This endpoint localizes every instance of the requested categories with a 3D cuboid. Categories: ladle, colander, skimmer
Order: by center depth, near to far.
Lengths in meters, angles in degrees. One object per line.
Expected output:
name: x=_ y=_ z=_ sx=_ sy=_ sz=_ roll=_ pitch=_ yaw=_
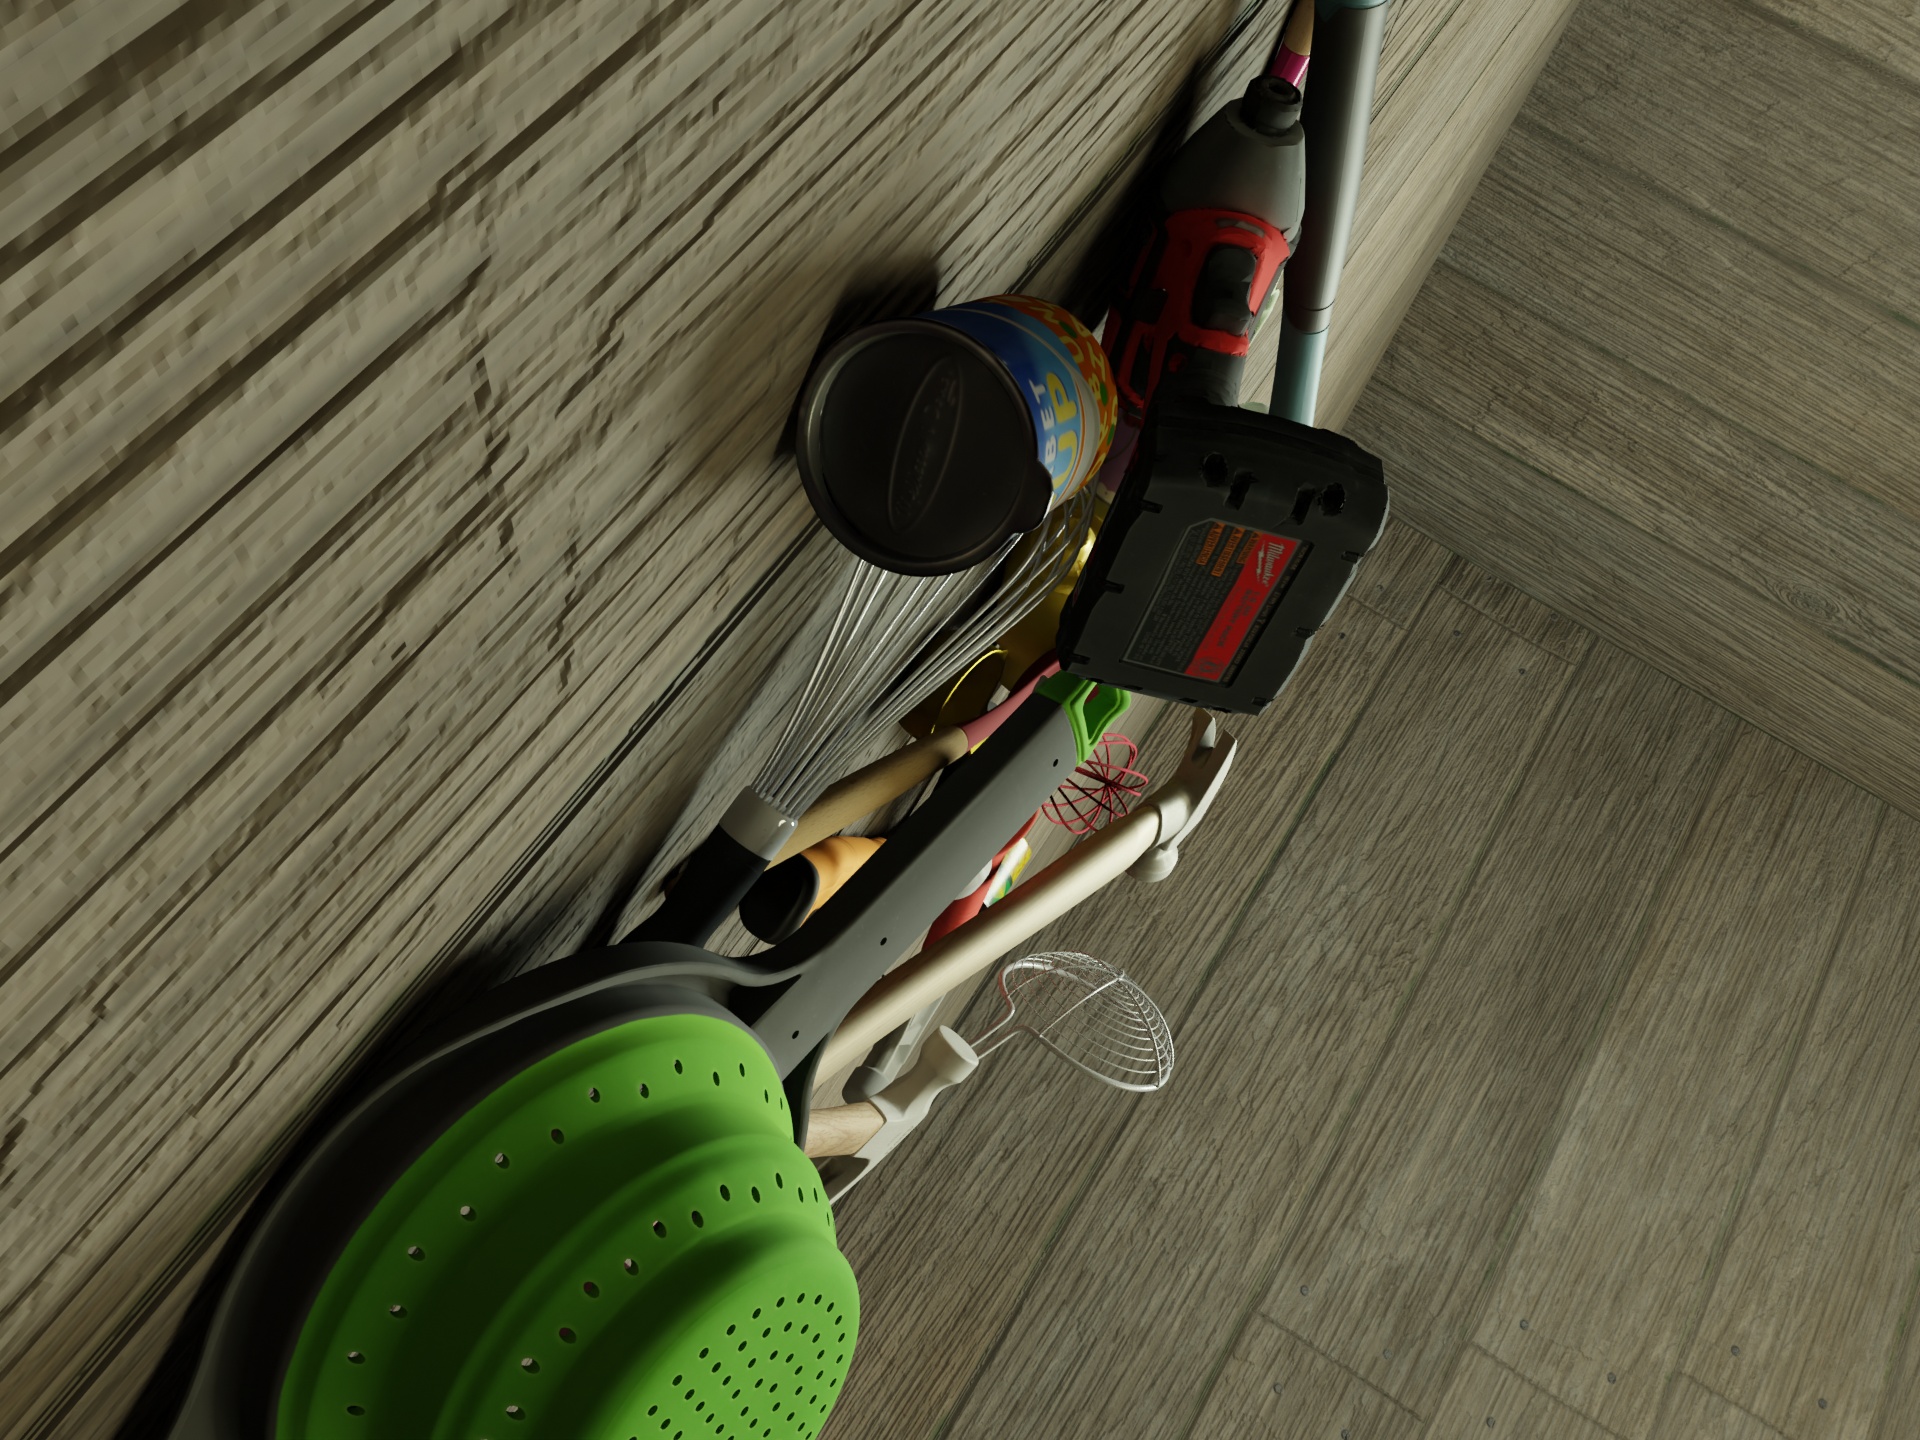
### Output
colander: x=-0.044 y=0.121 z=0.482 sx=0.397 sy=0.095 sz=0.204 roll=-45 pitch=143 yaw=-25
ladle: x=-0.016 y=0.018 z=0.683 sx=0.315 sy=0.031 sz=0.069 roll=-28 pitch=154 yaw=-53
skimmer: x=-0.028 y=0.247 z=0.987 sx=0.363 sy=0.127 sz=0.090 roll=-25 pitch=135 yaw=-21

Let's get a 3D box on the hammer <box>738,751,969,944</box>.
hammer: x=-0.046 y=0.069 z=0.821 sx=0.127 sy=0.034 sz=0.337 roll=-57 pitch=172 yaw=3

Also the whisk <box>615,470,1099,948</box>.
whisk: x=-0.049 y=0.008 z=0.532 sx=0.284 sy=0.070 sz=0.070 roll=-53 pitch=172 yaw=1

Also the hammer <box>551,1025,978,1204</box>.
hammer: x=-0.095 y=0.200 z=0.752 sx=0.130 sy=0.031 sz=0.331 roll=-48 pitch=158 yaw=6

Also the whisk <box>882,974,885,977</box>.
whisk: x=-0.062 y=0.150 z=0.999 sx=0.055 sy=0.055 sz=0.239 roll=-58 pitch=176 yaw=5

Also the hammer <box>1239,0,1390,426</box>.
hammer: x=0.150 y=-0.188 z=0.684 sx=0.330 sy=0.033 sz=0.128 roll=82 pitch=-2 yaw=-57

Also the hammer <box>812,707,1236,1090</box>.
hammer: x=-0.001 y=0.126 z=0.878 sx=0.410 sy=0.038 sz=0.146 roll=-31 pitch=155 yaw=-33

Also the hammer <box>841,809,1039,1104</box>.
hammer: x=-0.005 y=0.133 z=1.035 sx=0.149 sy=0.037 sz=0.358 roll=-57 pitch=173 yaw=-35

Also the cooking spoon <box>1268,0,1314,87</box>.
cooking spoon: x=0.151 y=-0.303 z=0.660 sx=0.069 sy=0.017 sz=0.318 roll=-52 pitch=171 yaw=-36

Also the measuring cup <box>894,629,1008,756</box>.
measuring cup: x=-0.001 y=-0.003 z=0.785 sx=0.062 sy=0.029 sz=0.156 roll=-52 pitch=165 yaw=-9

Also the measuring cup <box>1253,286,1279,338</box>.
measuring cup: x=0.138 y=-0.223 z=0.790 sx=0.083 sy=0.038 sz=0.167 roll=-51 pitch=171 yaw=-31

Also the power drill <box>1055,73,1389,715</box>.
power drill: x=0.091 y=-0.124 z=0.574 sx=0.143 sy=0.078 sz=0.220 roll=112 pitch=-12 yaw=-49

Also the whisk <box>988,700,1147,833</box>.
whisk: x=0.049 y=0.022 z=0.955 sx=0.073 sy=0.073 sz=0.295 roll=-58 pitch=155 yaw=3

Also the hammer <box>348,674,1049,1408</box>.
hammer: x=-0.085 y=0.121 z=0.568 sx=0.386 sy=0.038 sz=0.143 roll=-42 pitch=172 yaw=-39

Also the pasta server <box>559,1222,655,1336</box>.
pasta server: x=-0.141 y=0.245 z=0.903 sx=0.060 sy=0.040 sz=0.316 roll=-49 pitch=180 yaw=40
